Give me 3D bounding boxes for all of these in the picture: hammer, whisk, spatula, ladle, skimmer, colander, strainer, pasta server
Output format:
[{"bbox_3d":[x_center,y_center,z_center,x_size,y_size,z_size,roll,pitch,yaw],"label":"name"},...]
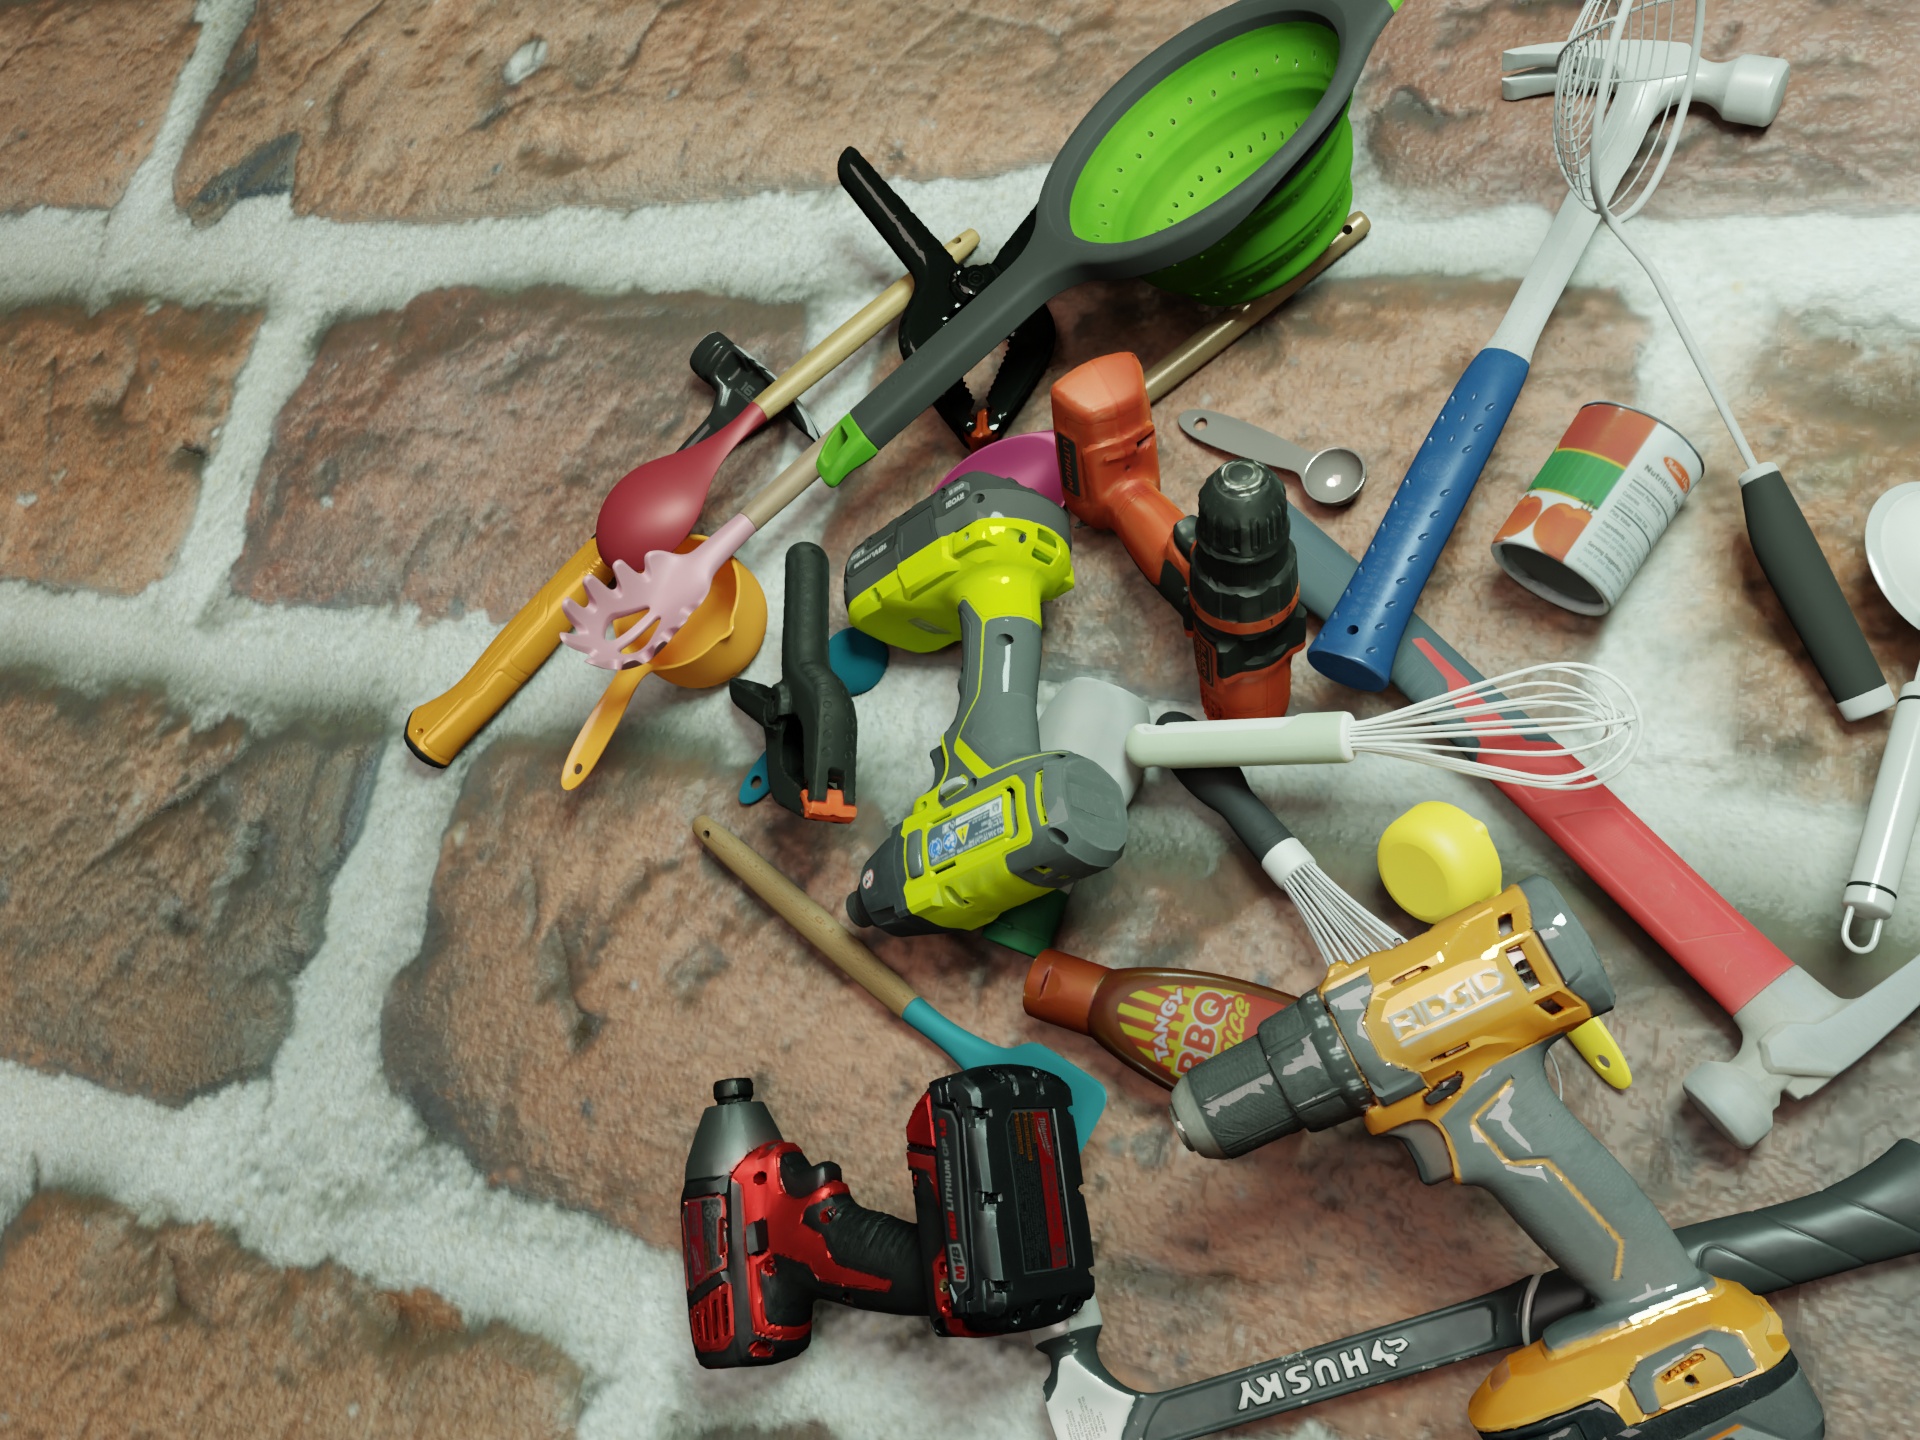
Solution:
[{"bbox_3d":[-0.231,-0.095,1.024,0.337,0.034,0.127,-47,60,1],"label":"hammer"},{"bbox_3d":[0.193,0.007,0.758,0.246,0.058,0.059,-3,102,29],"label":"whisk"},{"bbox_3d":[-0.049,0.138,0.854,0.318,0.044,0.082,35,100,31],"label":"spatula"},{"bbox_3d":[-0.103,-0.205,0.978,0.315,0.031,0.069,-43,59,-13],"label":"ladle"},{"bbox_3d":[0.231,0.268,0.693,0.409,0.036,0.149,-22,65,14],"label":"hammer"},{"bbox_3d":[0.370,-0.181,0.733,0.090,0.127,0.363,-28,79,37],"label":"skimmer"},{"bbox_3d":[0.180,0.092,0.771,0.070,0.070,0.285,-40,56,5],"label":"whisk"},{"bbox_3d":[0.089,-0.249,0.900,0.397,0.094,0.205,-41,37,9],"label":"colander"},{"bbox_3d":[0.424,-0.016,0.692,0.087,0.050,0.258,25,73,2],"label":"strainer"},{"bbox_3d":[0.281,0.007,0.767,0.143,0.038,0.387,-41,61,3],"label":"hammer"},{"bbox_3d":[-0.107,-0.138,0.941,0.060,0.040,0.316,41,73,13],"label":"pasta server"},{"bbox_3d":[0.279,-0.195,0.820,0.144,0.035,0.405,23,74,29],"label":"hammer"}]

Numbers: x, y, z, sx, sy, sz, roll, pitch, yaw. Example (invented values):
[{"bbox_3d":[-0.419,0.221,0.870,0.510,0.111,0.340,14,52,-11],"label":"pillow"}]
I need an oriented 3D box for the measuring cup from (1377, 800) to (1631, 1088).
[{"bbox_3d":[0.250,0.108,0.735,0.029,0.062,0.157,-23,67,-29],"label":"measuring cup"}]

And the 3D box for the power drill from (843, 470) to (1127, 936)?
[{"bbox_3d":[-0.001,-0.003,0.840,0.171,0.080,0.223,-28,54,38],"label":"power drill"}]

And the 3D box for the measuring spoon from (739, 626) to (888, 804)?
[{"bbox_3d":[-0.092,-0.004,0.937,0.042,0.021,0.128,37,88,29],"label":"measuring spoon"}]

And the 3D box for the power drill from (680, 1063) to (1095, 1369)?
[{"bbox_3d":[-0.050,0.235,0.777,0.219,0.078,0.143,-20,68,34],"label":"power drill"}]

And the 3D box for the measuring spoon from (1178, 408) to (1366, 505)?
[{"bbox_3d":[0.173,-0.148,0.887,0.124,0.018,0.034,31,85,36],"label":"measuring spoon"}]

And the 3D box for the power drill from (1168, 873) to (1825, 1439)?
[{"bbox_3d":[0.206,0.200,0.641,0.185,0.084,0.226,-28,77,10],"label":"power drill"}]

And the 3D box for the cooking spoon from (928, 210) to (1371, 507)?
[{"bbox_3d":[0.106,-0.190,0.925,0.319,0.017,0.069,-37,78,6],"label":"cooking spoon"}]

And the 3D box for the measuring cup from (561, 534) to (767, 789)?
[{"bbox_3d":[-0.183,-0.027,0.969,0.095,0.052,0.173,28,85,29],"label":"measuring cup"}]
